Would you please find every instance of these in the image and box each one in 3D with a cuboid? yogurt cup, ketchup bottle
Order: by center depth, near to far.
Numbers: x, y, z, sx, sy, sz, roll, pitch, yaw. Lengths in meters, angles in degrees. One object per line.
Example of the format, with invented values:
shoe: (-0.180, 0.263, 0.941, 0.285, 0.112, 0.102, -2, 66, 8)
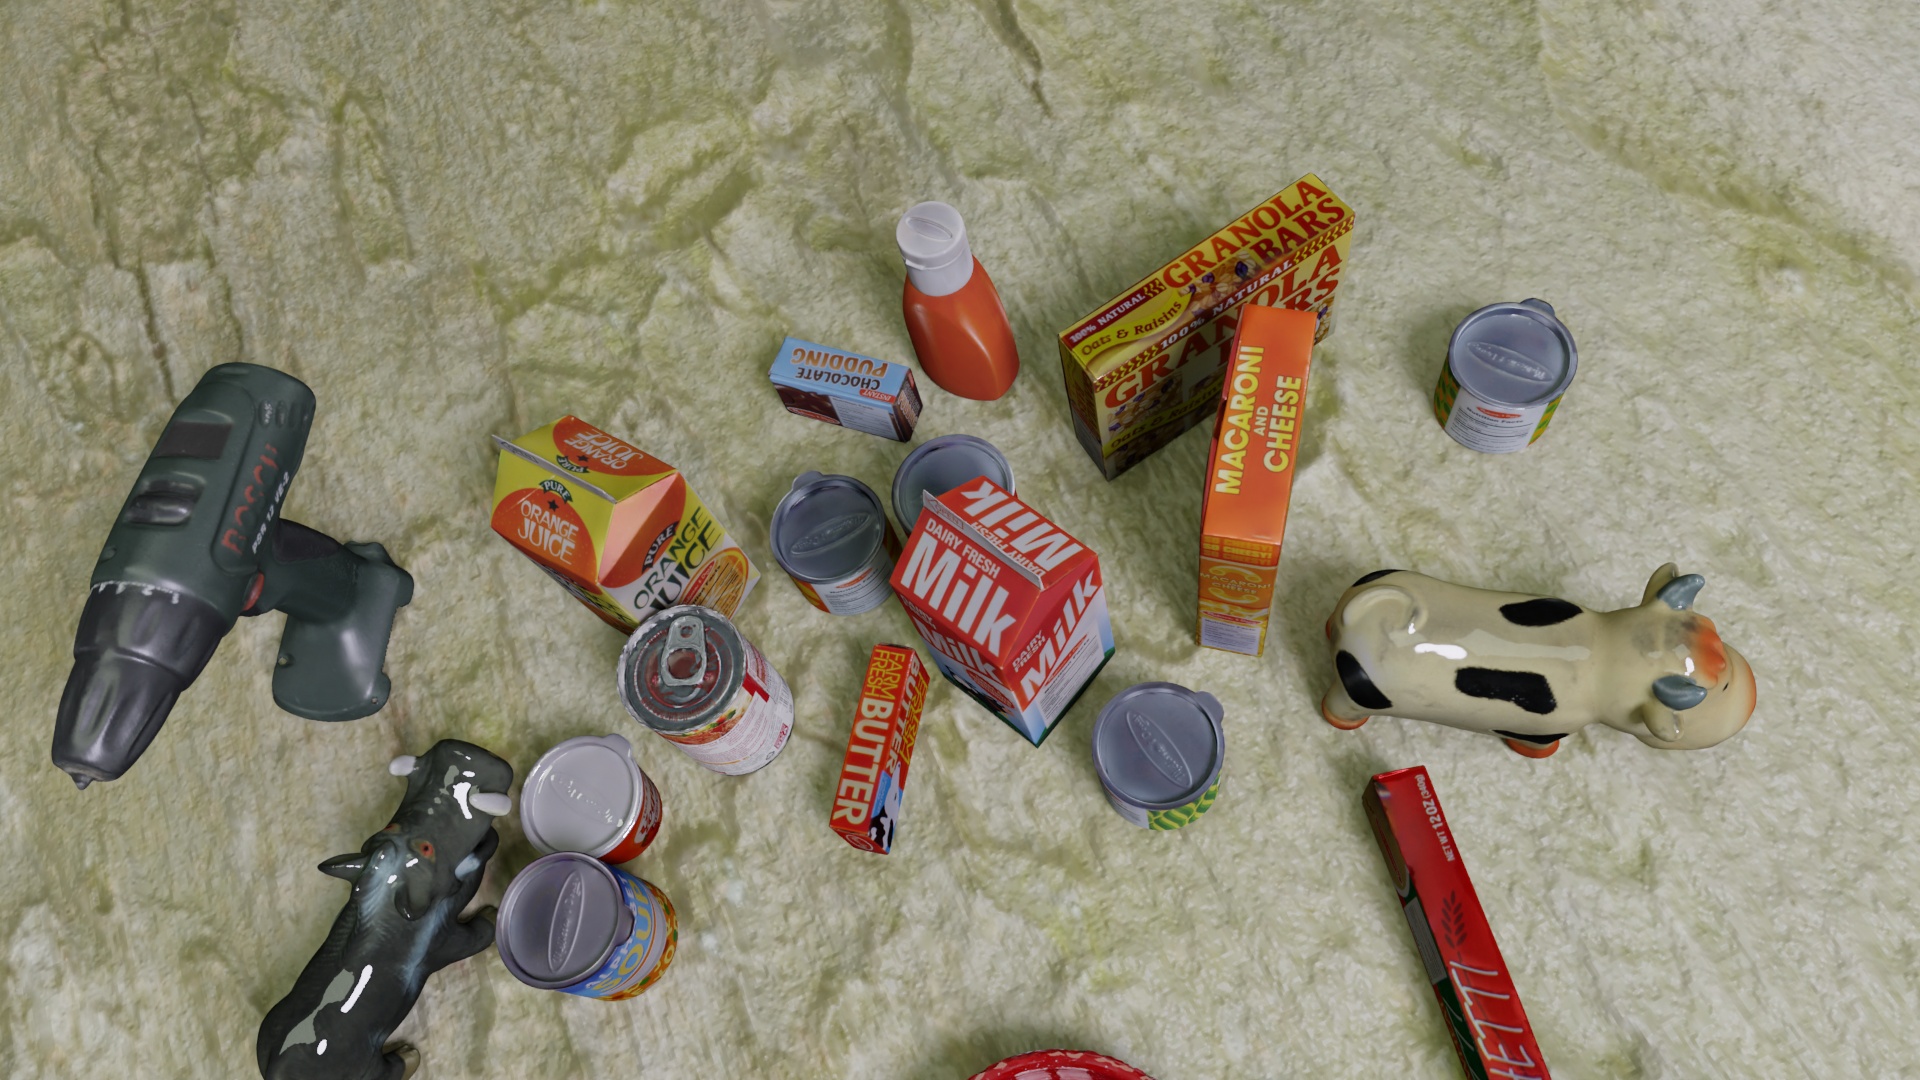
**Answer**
yogurt cup: (-0.197, 0.145, 0.756, 0.072, 0.053, 0.072, -3, 67, 8)
ketchup bottle: (-0.005, -0.134, 0.791, 0.065, 0.148, 0.043, 25, 74, 18)

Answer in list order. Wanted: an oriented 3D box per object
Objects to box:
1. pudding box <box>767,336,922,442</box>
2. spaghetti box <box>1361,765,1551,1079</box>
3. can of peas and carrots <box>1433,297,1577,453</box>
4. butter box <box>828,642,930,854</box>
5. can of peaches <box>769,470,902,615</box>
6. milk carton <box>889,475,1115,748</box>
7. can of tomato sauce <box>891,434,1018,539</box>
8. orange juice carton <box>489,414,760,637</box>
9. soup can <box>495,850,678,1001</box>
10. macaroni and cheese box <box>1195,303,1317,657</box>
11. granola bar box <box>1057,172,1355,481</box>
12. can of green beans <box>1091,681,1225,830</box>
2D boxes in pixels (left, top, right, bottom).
pudding box: (-0.069, -0.091, 0.838, 0.084, 0.049, 0.030, 15, 71, 15)
spaghetti box: (0.247, 0.230, 0.649, 0.029, 0.050, 0.251, -17, 66, 2)
can of peas and carrots: (0.302, -0.091, 0.772, 0.071, 0.058, 0.071, -3, 67, 8)
butter box: (-0.042, 0.112, 0.745, 0.024, 0.053, 0.104, 8, 69, 13)
can of peaches: (-0.070, 0.002, 0.794, 0.071, 0.058, 0.071, -3, 67, 8)
milk carton: (0.023, 0.033, 0.693, 0.072, 0.190, 0.073, 36, 78, 21)
can of tomato sauce: (0.003, -0.010, 0.773, 0.071, 0.083, 0.071, -3, 67, 8)
orange juice carton: (-0.179, -0.001, 0.739, 0.072, 0.192, 0.073, 26, 74, 19)
soup can: (-0.187, 0.201, 0.715, 0.071, 0.083, 0.071, -3, 67, 8)
macaroni and cheese box: (0.148, -0.024, 0.710, 0.040, 0.166, 0.124, 9, 69, 13)
granola bar box: (0.136, -0.116, 0.774, 0.166, 0.124, 0.039, -33, 66, -5)
can of green beans: (0.103, 0.113, 0.719, 0.071, 0.057, 0.071, -3, 67, 8)
